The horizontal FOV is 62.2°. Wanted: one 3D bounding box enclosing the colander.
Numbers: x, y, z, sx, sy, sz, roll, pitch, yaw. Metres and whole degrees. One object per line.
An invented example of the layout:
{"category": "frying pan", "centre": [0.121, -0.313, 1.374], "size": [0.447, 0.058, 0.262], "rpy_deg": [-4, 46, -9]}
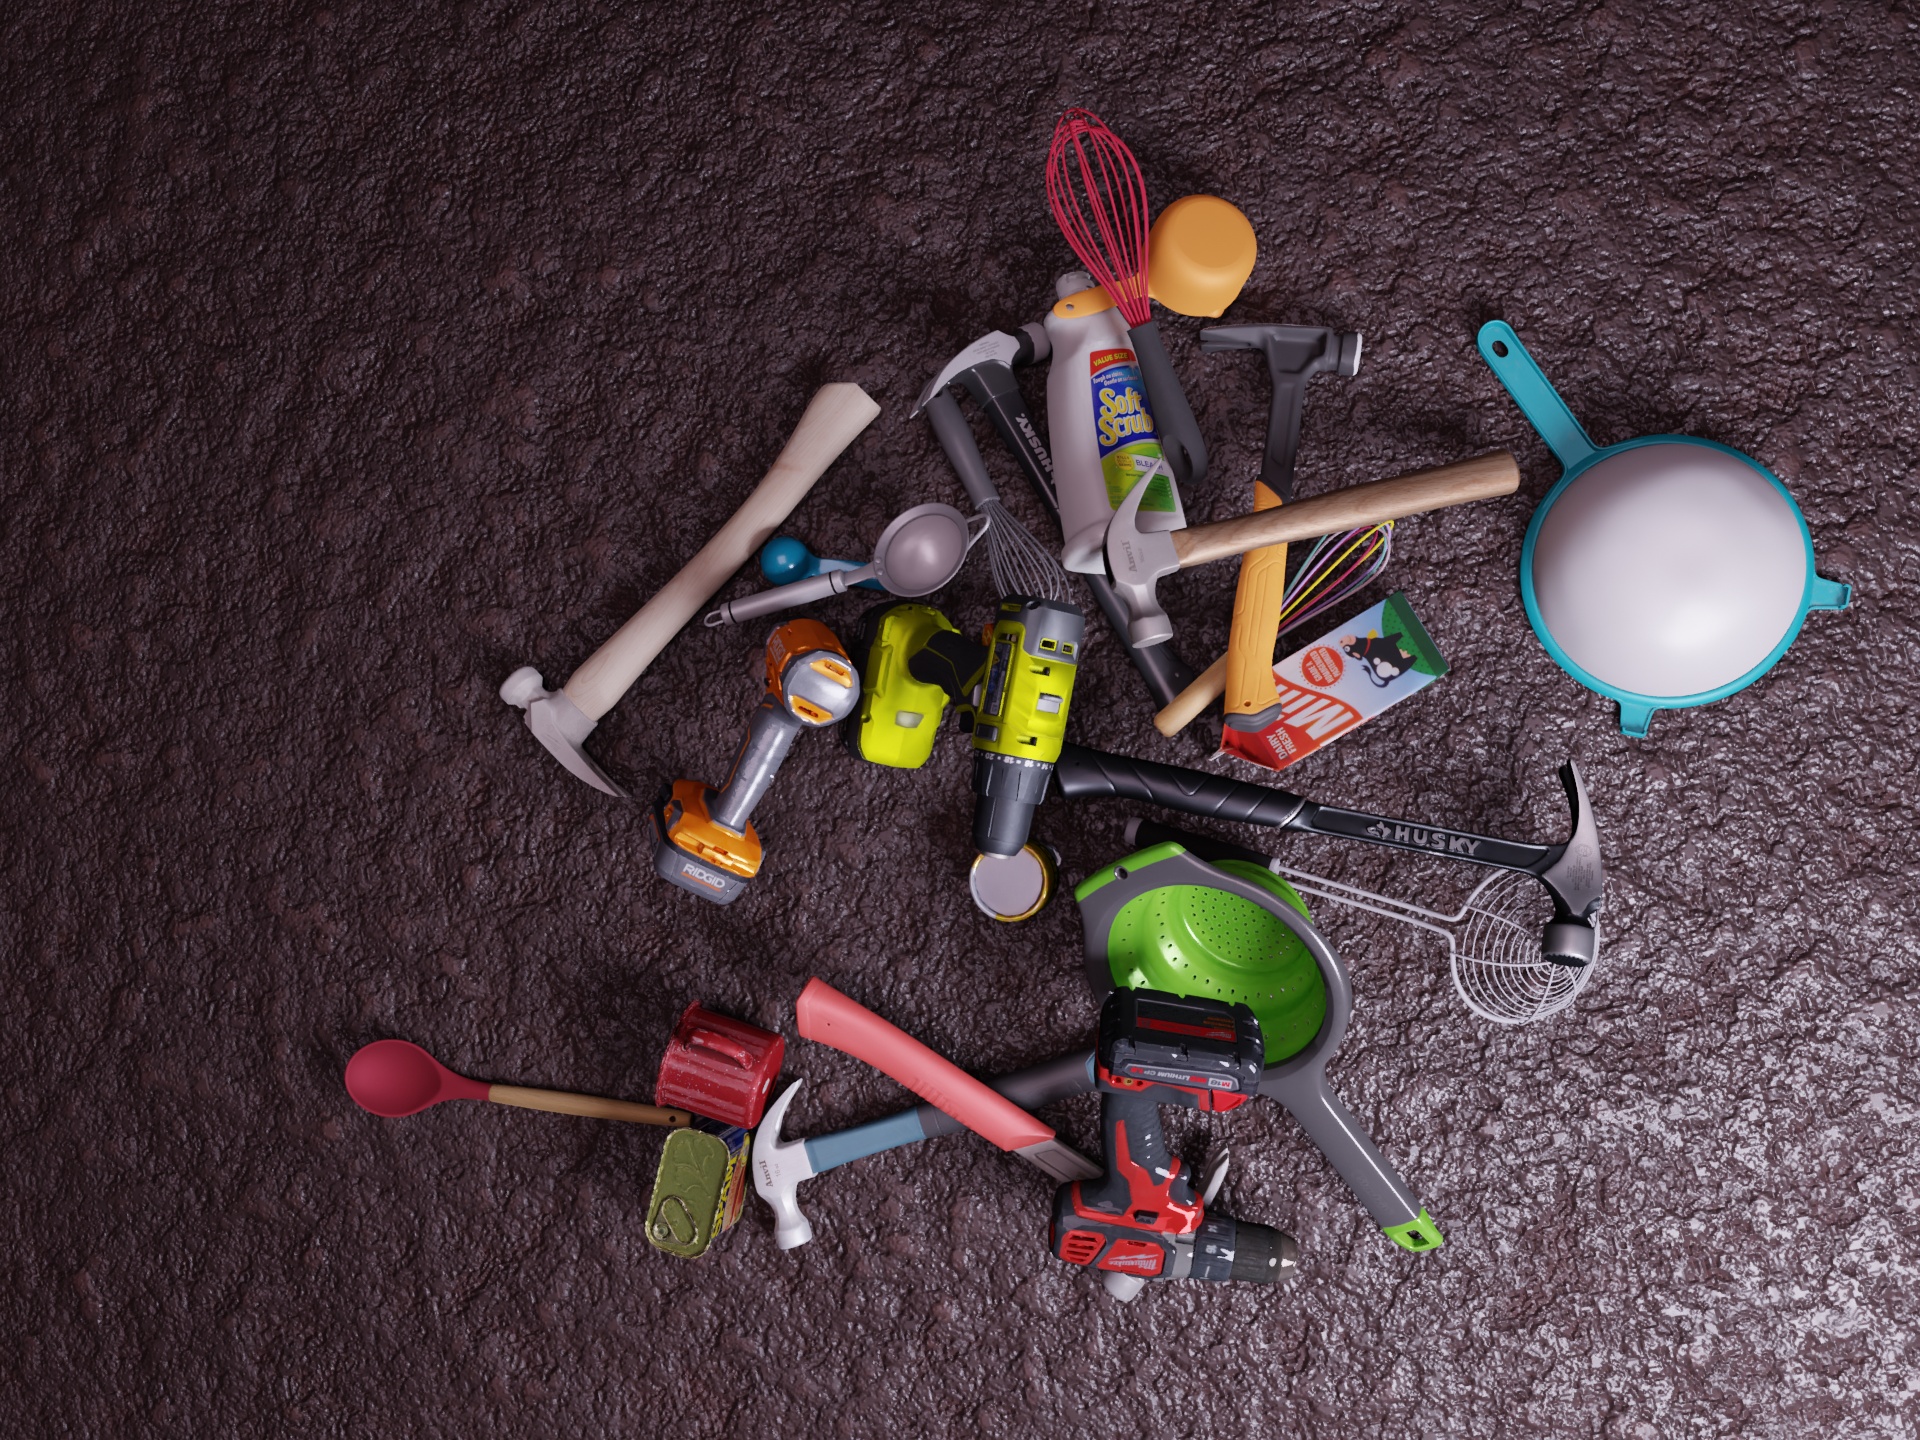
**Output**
{"category": "colander", "centre": [0.254, 0.237, 1.226], "size": [0.204, 0.094, 0.397], "rpy_deg": [-31, 101, 39]}

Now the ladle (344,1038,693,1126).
{"category": "ladle", "centre": [-0.383, 0.326, 1.383], "size": [0.315, 0.031, 0.069], "rpy_deg": [5, 91, 10]}

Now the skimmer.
{"category": "skimmer", "centre": [0.309, 0.135, 1.247], "size": [0.363, 0.090, 0.127], "rpy_deg": [16, 96, 22]}

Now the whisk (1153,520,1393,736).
{"category": "whisk", "centre": [0.245, -0.076, 1.244], "size": [0.245, 0.047, 0.051], "rpy_deg": [-42, 100, 0]}

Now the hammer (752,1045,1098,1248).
{"category": "hammer", "centre": [-0.018, 0.326, 1.304], "size": [0.331, 0.033, 0.128], "rpy_deg": [-20, 85, 10]}

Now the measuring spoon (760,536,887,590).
{"category": "measuring spoon", "centre": [-0.104, -0.126, 1.331], "size": [0.128, 0.021, 0.042], "rpy_deg": [9, 97, -3]}

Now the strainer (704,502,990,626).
{"category": "strainer", "centre": [-0.092, -0.117, 1.302], "size": [0.258, 0.050, 0.087], "rpy_deg": [-15, 60, 12]}

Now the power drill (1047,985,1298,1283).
{"category": "power drill", "centre": [0.170, 0.321, 1.177], "size": [0.188, 0.080, 0.226], "rpy_deg": [9, 113, 3]}

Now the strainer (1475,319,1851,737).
{"category": "strainer", "centre": [0.497, -0.169, 1.188], "size": [0.211, 0.095, 0.340], "rpy_deg": [-34, 83, 8]}

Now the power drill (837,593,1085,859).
{"category": "power drill", "centre": [-0.002, -0.004, 1.223], "size": [0.229, 0.080, 0.190], "rpy_deg": [13, 92, 55]}

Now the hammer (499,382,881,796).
{"category": "hammer", "centre": [-0.212, -0.120, 1.362], "size": [0.146, 0.038, 0.410], "rpy_deg": [45, 96, 9]}

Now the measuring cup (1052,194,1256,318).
{"category": "measuring cup", "centre": [0.154, -0.358, 1.254], "size": [0.173, 0.052, 0.095], "rpy_deg": [-23, 80, -17]}

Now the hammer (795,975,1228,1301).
{"category": "hammer", "centre": [0.029, 0.305, 1.255], "size": [0.359, 0.037, 0.149], "rpy_deg": [34, 100, 0]}

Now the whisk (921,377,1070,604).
{"category": "whisk", "centre": [0.024, -0.182, 1.312], "size": [0.055, 0.055, 0.239], "rpy_deg": [-28, 78, 9]}

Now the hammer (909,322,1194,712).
{"category": "hammer", "centre": [0.087, -0.156, 1.275], "size": [0.146, 0.035, 0.335], "rpy_deg": [-29, 88, -34]}

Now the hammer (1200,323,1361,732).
{"category": "hammer", "centre": [0.231, -0.154, 1.230], "size": [0.127, 0.034, 0.337], "rpy_deg": [6, 73, 12]}

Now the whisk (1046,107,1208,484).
{"category": "whisk", "centre": [0.131, -0.319, 1.211], "size": [0.073, 0.073, 0.295], "rpy_deg": [-19, 100, 10]}

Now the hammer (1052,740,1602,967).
{"category": "hammer", "centre": [0.266, 0.067, 1.175], "size": [0.409, 0.036, 0.149], "rpy_deg": [11, 72, 7]}

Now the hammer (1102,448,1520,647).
{"category": "hammer", "centre": [0.264, -0.155, 1.190], "size": [0.331, 0.031, 0.130], "rpy_deg": [-15, 81, -11]}

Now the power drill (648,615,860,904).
{"category": "power drill", "centre": [-0.168, 0.019, 1.300], "size": [0.084, 0.164, 0.226], "rpy_deg": [28, 101, -22]}
